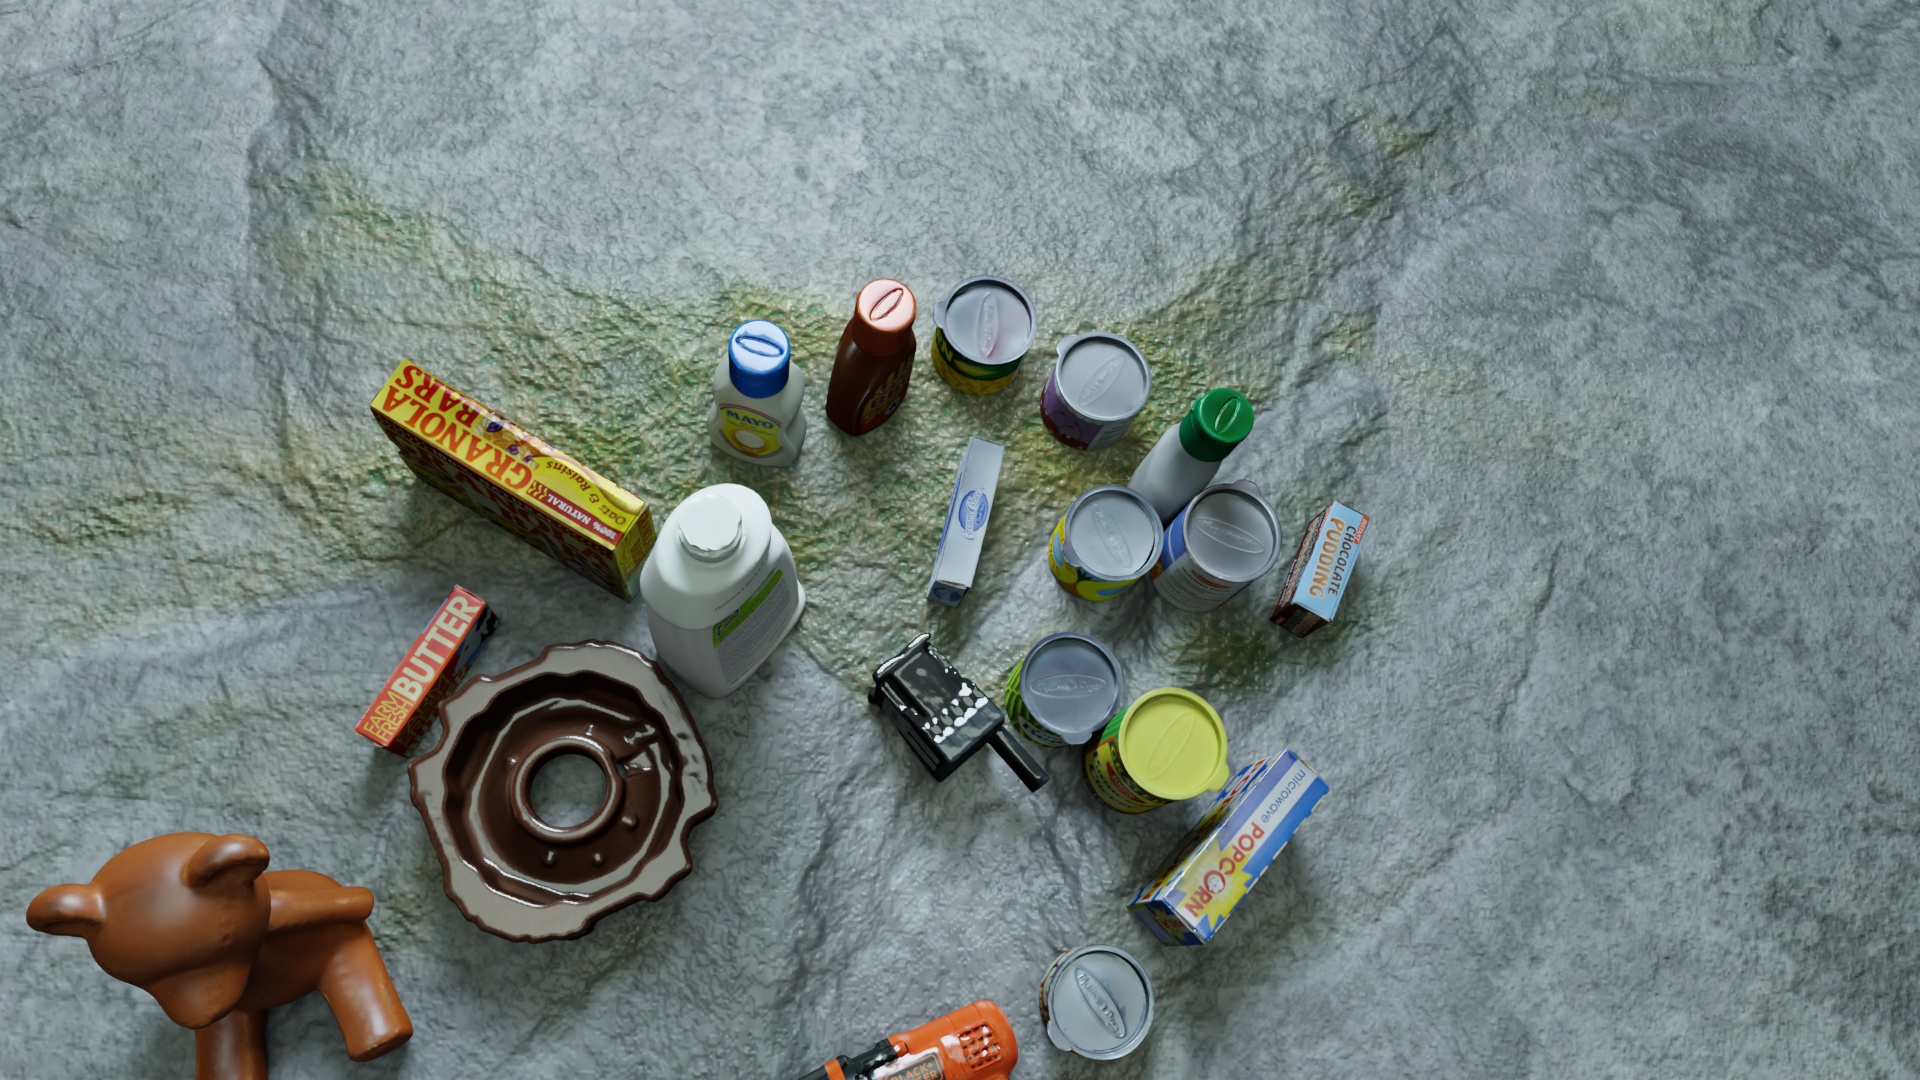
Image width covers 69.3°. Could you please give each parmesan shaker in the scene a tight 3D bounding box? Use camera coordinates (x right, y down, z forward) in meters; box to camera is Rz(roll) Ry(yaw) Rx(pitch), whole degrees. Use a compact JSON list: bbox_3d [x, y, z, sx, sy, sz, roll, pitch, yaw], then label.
[{"bbox_3d":[0.120,0.135,0.864,0.071,0.102,0.071,2,73,-8],"label":"parmesan shaker"}]

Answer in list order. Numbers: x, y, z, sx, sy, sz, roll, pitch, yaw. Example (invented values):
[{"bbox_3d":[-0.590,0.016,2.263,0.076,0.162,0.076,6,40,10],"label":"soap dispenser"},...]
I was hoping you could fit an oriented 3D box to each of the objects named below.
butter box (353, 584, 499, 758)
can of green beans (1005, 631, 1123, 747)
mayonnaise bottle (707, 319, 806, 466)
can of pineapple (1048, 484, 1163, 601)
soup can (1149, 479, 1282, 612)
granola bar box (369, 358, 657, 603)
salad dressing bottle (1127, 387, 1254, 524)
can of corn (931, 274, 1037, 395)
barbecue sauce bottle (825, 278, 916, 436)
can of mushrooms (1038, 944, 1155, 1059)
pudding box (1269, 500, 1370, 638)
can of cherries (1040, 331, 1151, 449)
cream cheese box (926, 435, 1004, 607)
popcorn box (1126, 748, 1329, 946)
[{"bbox_3d":[-0.320,0.080,0.840,0.024,0.053,0.104,29,71,1],"label":"butter box"},{"bbox_3d":[0.065,0.097,0.891,0.071,0.057,0.071,2,73,-8],"label":"can of green beans"},{"bbox_3d":[-0.127,-0.091,0.873,0.065,0.147,0.041,17,72,-3],"label":"mayonnaise bottle"},{"bbox_3d":[0.094,0.003,0.925,0.071,0.057,0.071,2,73,-8],"label":"can of pineapple"},{"bbox_3d":[0.168,0.004,0.922,0.071,0.083,0.071,2,73,-8],"label":"soup can"},{"bbox_3d":[-0.266,-0.031,0.845,0.165,0.124,0.039,31,71,1],"label":"granola bar box"},{"bbox_3d":[0.149,-0.055,0.904,0.044,0.147,0.064,32,71,2],"label":"salad dressing bottle"},{"bbox_3d":[0.013,-0.141,0.957,0.071,0.058,0.071,2,73,-8],"label":"can of corn"},{"bbox_3d":[-0.055,-0.119,0.893,0.044,0.148,0.065,41,72,5],"label":"barbecue sauce bottle"},{"bbox_3d":[0.081,0.283,0.848,0.071,0.033,0.071,2,73,-8],"label":"can of mushrooms"},{"bbox_3d":[0.246,0.020,0.947,0.030,0.049,0.084,27,71,0],"label":"pudding box"},{"bbox_3d":[0.091,-0.104,0.958,0.071,0.058,0.071,2,73,-8],"label":"can of cherries"},{"bbox_3d":[0.003,-0.012,0.918,0.024,0.053,0.104,15,71,-4],"label":"cream cheese box"},{"bbox_3d":[0.165,0.191,0.863,0.038,0.085,0.127,43,72,5],"label":"popcorn box"}]
